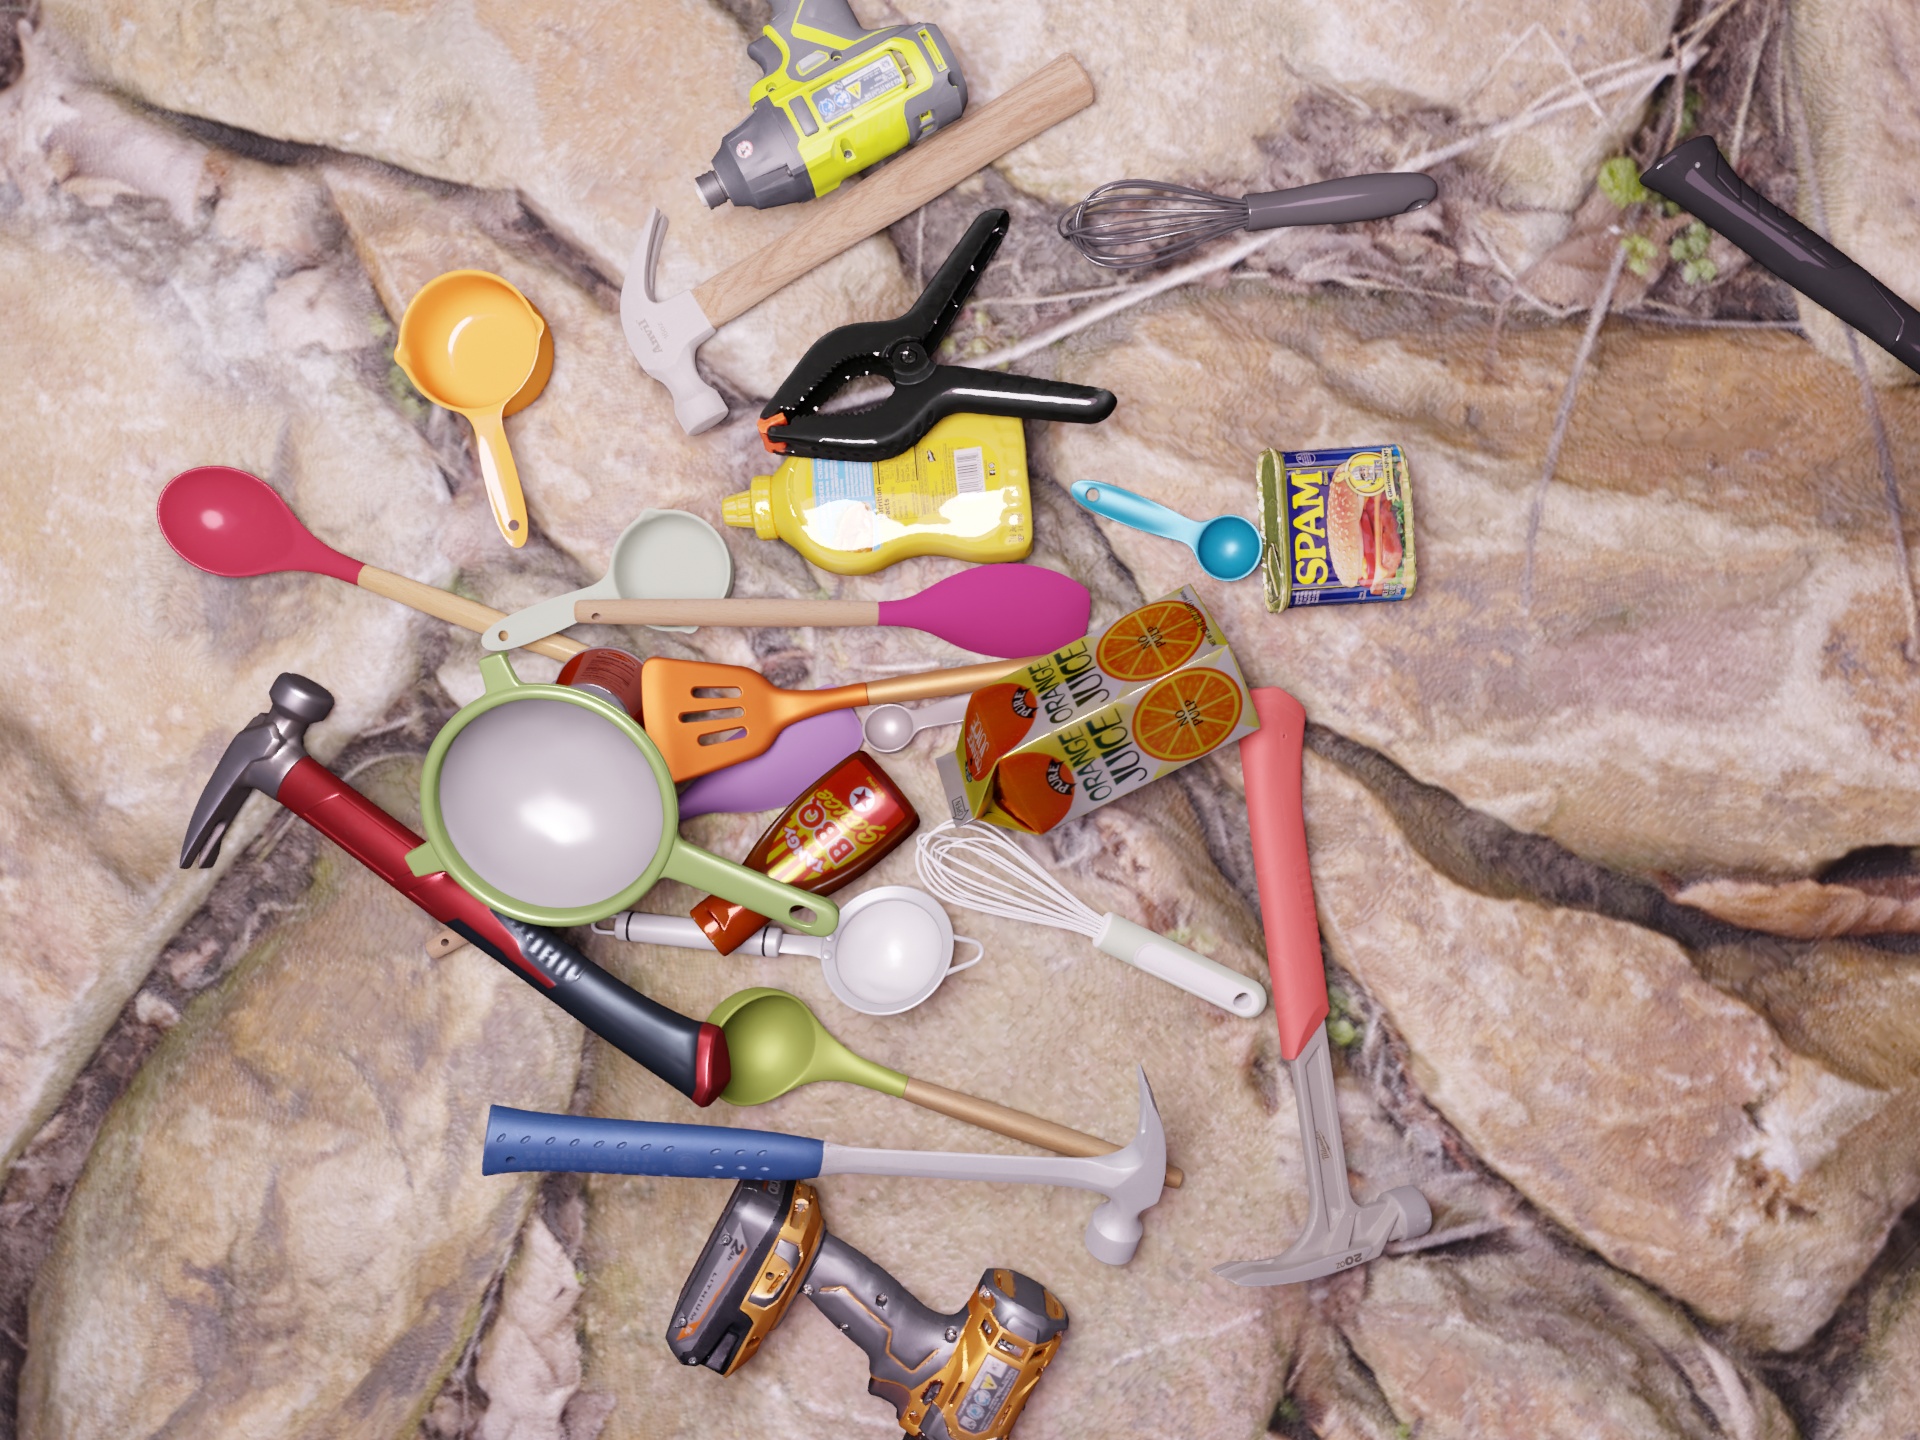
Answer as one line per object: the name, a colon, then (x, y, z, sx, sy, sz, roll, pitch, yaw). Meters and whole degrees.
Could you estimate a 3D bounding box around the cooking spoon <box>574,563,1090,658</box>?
cooking spoon: (-0.077, -0.066, 0.986, 0.319, 0.017, 0.068, 0, 124, -6)

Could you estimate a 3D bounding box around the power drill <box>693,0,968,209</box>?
power drill: (-0.120, -0.427, 0.962, 0.171, 0.080, 0.223, -28, 84, 0)

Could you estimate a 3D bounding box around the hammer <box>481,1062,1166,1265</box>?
hammer: (-0.071, 0.255, 0.942, 0.405, 0.035, 0.144, 7, 121, -12)

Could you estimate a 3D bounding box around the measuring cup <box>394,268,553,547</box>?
measuring cup: (-0.292, -0.193, 1.004, 0.095, 0.052, 0.173, -12, 93, 2)

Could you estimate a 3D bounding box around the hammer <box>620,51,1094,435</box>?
hammer: (-0.066, -0.321, 1.002, 0.331, 0.031, 0.130, -31, 91, 2)

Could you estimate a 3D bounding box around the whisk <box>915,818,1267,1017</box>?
whisk: (0.083, 0.128, 1.002, 0.246, 0.059, 0.058, 26, 105, -4)

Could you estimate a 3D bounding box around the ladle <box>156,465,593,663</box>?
ladle: (-0.359, -0.086, 1.021, 0.315, 0.031, 0.069, 21, 92, 0)

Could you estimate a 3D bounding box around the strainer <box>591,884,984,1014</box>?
strainer: (-0.111, 0.141, 1.012, 0.258, 0.050, 0.087, 5, 61, 8)

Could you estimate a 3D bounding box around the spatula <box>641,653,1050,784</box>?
spatula: (-0.034, -0.021, 0.995, 0.322, 0.041, 0.081, -8, 85, 0)

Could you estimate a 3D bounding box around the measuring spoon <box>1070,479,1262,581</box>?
measuring spoon: (0.130, -0.125, 1.011, 0.128, 0.021, 0.042, 23, 93, 10)

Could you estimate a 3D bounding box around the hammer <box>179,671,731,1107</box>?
hammer: (-0.311, 0.130, 0.987, 0.386, 0.038, 0.143, 33, 94, 12)

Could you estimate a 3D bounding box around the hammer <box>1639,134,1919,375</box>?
hammer: (0.562, -0.246, 0.979, 0.335, 0.035, 0.146, 36, 92, 1)

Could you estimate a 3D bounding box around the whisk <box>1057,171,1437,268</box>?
whisk: (0.179, -0.317, 0.986, 0.239, 0.055, 0.055, -8, 91, -2)

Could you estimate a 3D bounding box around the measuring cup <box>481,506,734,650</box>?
measuring cup: (-0.223, -0.078, 1.012, 0.167, 0.038, 0.083, -21, 91, 4)

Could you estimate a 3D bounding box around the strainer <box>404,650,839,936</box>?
strainer: (-0.189, 0.063, 0.953, 0.256, 0.069, 0.151, 23, 108, -7)

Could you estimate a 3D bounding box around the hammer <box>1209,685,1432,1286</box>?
hammer: (0.201, 0.159, 0.985, 0.149, 0.037, 0.359, -7, 88, -23)

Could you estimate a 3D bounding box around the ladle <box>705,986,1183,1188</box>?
ladle: (-0.010, 0.244, 1.004, 0.320, 0.062, 0.078, 19, 95, -1)

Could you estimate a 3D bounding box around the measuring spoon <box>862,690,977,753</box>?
measuring spoon: (-0.002, -0.003, 1.017, 0.124, 0.018, 0.034, -14, 62, -4)

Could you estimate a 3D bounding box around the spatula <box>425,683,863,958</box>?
spatula: (-0.205, 0.074, 1.024, 0.316, 0.018, 0.060, -29, 91, 2)

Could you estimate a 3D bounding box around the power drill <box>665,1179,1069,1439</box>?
power drill: (-0.069, 0.403, 1.001, 0.226, 0.084, 0.185, 27, 94, -3)
